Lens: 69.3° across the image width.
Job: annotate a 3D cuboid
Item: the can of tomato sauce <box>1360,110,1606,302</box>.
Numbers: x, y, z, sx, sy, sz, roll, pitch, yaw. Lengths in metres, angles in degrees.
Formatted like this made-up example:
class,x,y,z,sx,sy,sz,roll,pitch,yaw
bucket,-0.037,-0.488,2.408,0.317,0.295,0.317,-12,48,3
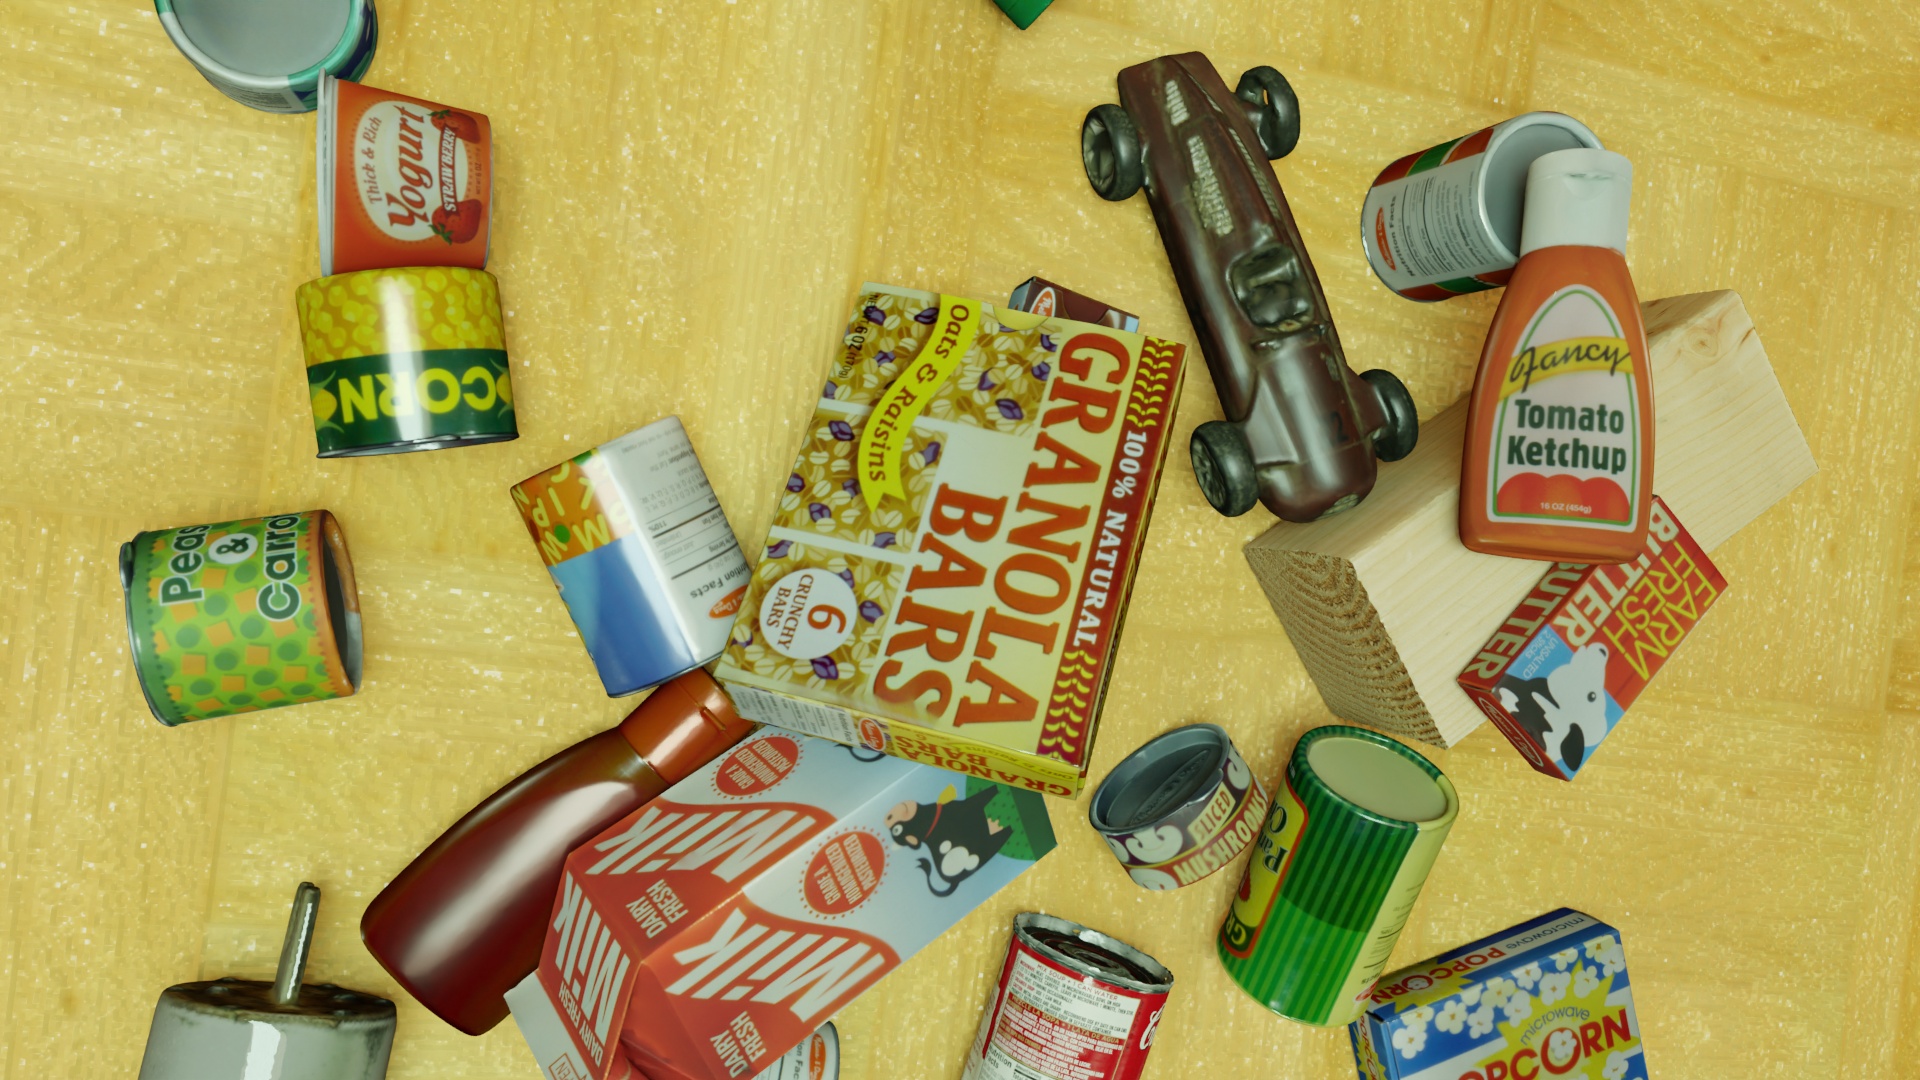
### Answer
class,x,y,z,sx,sy,sz,roll,pitch,yaw
can of tomato sauce,0.220,-0.138,0.580,0.071,0.083,0.071,-1,93,-15

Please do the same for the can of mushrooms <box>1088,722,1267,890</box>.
class,x,y,z,sx,sy,sz,roll,pitch,yaw
can of mushrooms,0.089,0.107,0.560,0.071,0.071,0.033,-37,103,-11

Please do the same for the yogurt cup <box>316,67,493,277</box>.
class,x,y,z,sx,sy,sz,roll,pitch,yaw
yogurt cup,-0.192,-0.122,0.479,0.054,0.072,0.072,0,92,-23

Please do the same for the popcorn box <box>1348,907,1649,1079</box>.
class,x,y,z,sx,sy,sz,roll,pitch,yaw
popcorn box,0.241,0.228,0.624,0.127,0.038,0.085,-15,97,-15

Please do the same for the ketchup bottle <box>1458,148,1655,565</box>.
class,x,y,z,sx,sy,sz,roll,pitch,yaw
ketchup bottle,0.222,-0.067,0.511,0.065,0.043,0.149,6,83,13

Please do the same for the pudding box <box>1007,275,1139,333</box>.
class,x,y,z,sx,sy,sz,roll,pitch,yaw
pudding box,0.035,-0.058,0.560,0.050,0.030,0.083,18,87,-14

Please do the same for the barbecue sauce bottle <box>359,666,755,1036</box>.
class,x,y,z,sx,sy,sz,roll,pitch,yaw
barbecue sauce bottle,-0.142,0.107,0.511,0.149,0.043,0.064,-44,107,-10

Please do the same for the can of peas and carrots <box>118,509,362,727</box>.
class,x,y,z,sx,sy,sz,roll,pitch,yaw
can of peas and carrots,-0.239,0.023,0.467,0.059,0.071,0.071,-9,95,-15

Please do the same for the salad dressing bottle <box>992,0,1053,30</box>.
class,x,y,z,sx,sy,sz,roll,pitch,yaw
salad dressing bottle,-0.014,-0.263,0.531,0.147,0.044,0.064,43,83,-13

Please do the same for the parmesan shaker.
class,x,y,z,sx,sy,sz,roll,pitch,yaw
parmesan shaker,0.152,0.133,0.563,0.071,0.071,0.102,7,116,-15

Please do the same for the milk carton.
class,x,y,z,sx,sy,sz,roll,pitch,yaw
milk carton,-0.066,0.121,0.492,0.191,0.072,0.073,-32,122,-22

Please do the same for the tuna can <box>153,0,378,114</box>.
class,x,y,z,sx,sy,sz,roll,pitch,yaw
tuna can,-0.237,-0.186,0.479,0.071,0.033,0.071,-1,93,-15

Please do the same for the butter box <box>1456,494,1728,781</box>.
class,x,y,z,sx,sy,sz,roll,pitch,yaw
butter box,0.242,0.035,0.530,0.053,0.024,0.103,45,81,-14

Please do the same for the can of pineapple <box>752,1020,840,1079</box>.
class,x,y,z,sx,sy,sz,roll,pitch,yaw
can of pineapple,-0.084,0.209,0.520,0.058,0.071,0.071,20,87,-15

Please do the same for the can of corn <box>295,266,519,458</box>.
class,x,y,z,sx,sy,sz,roll,pitch,yaw
can of corn,-0.189,-0.060,0.477,0.071,0.071,0.058,-8,94,-15

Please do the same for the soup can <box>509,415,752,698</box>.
class,x,y,z,sx,sy,sz,roll,pitch,yaw
soup can,-0.117,0.006,0.504,0.071,0.071,0.083,-26,98,-13

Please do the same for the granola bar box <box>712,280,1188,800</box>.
class,x,y,z,sx,sy,sz,roll,pitch,yaw
granola bar box,0.002,-0.006,0.487,0.124,0.039,0.166,13,65,10
